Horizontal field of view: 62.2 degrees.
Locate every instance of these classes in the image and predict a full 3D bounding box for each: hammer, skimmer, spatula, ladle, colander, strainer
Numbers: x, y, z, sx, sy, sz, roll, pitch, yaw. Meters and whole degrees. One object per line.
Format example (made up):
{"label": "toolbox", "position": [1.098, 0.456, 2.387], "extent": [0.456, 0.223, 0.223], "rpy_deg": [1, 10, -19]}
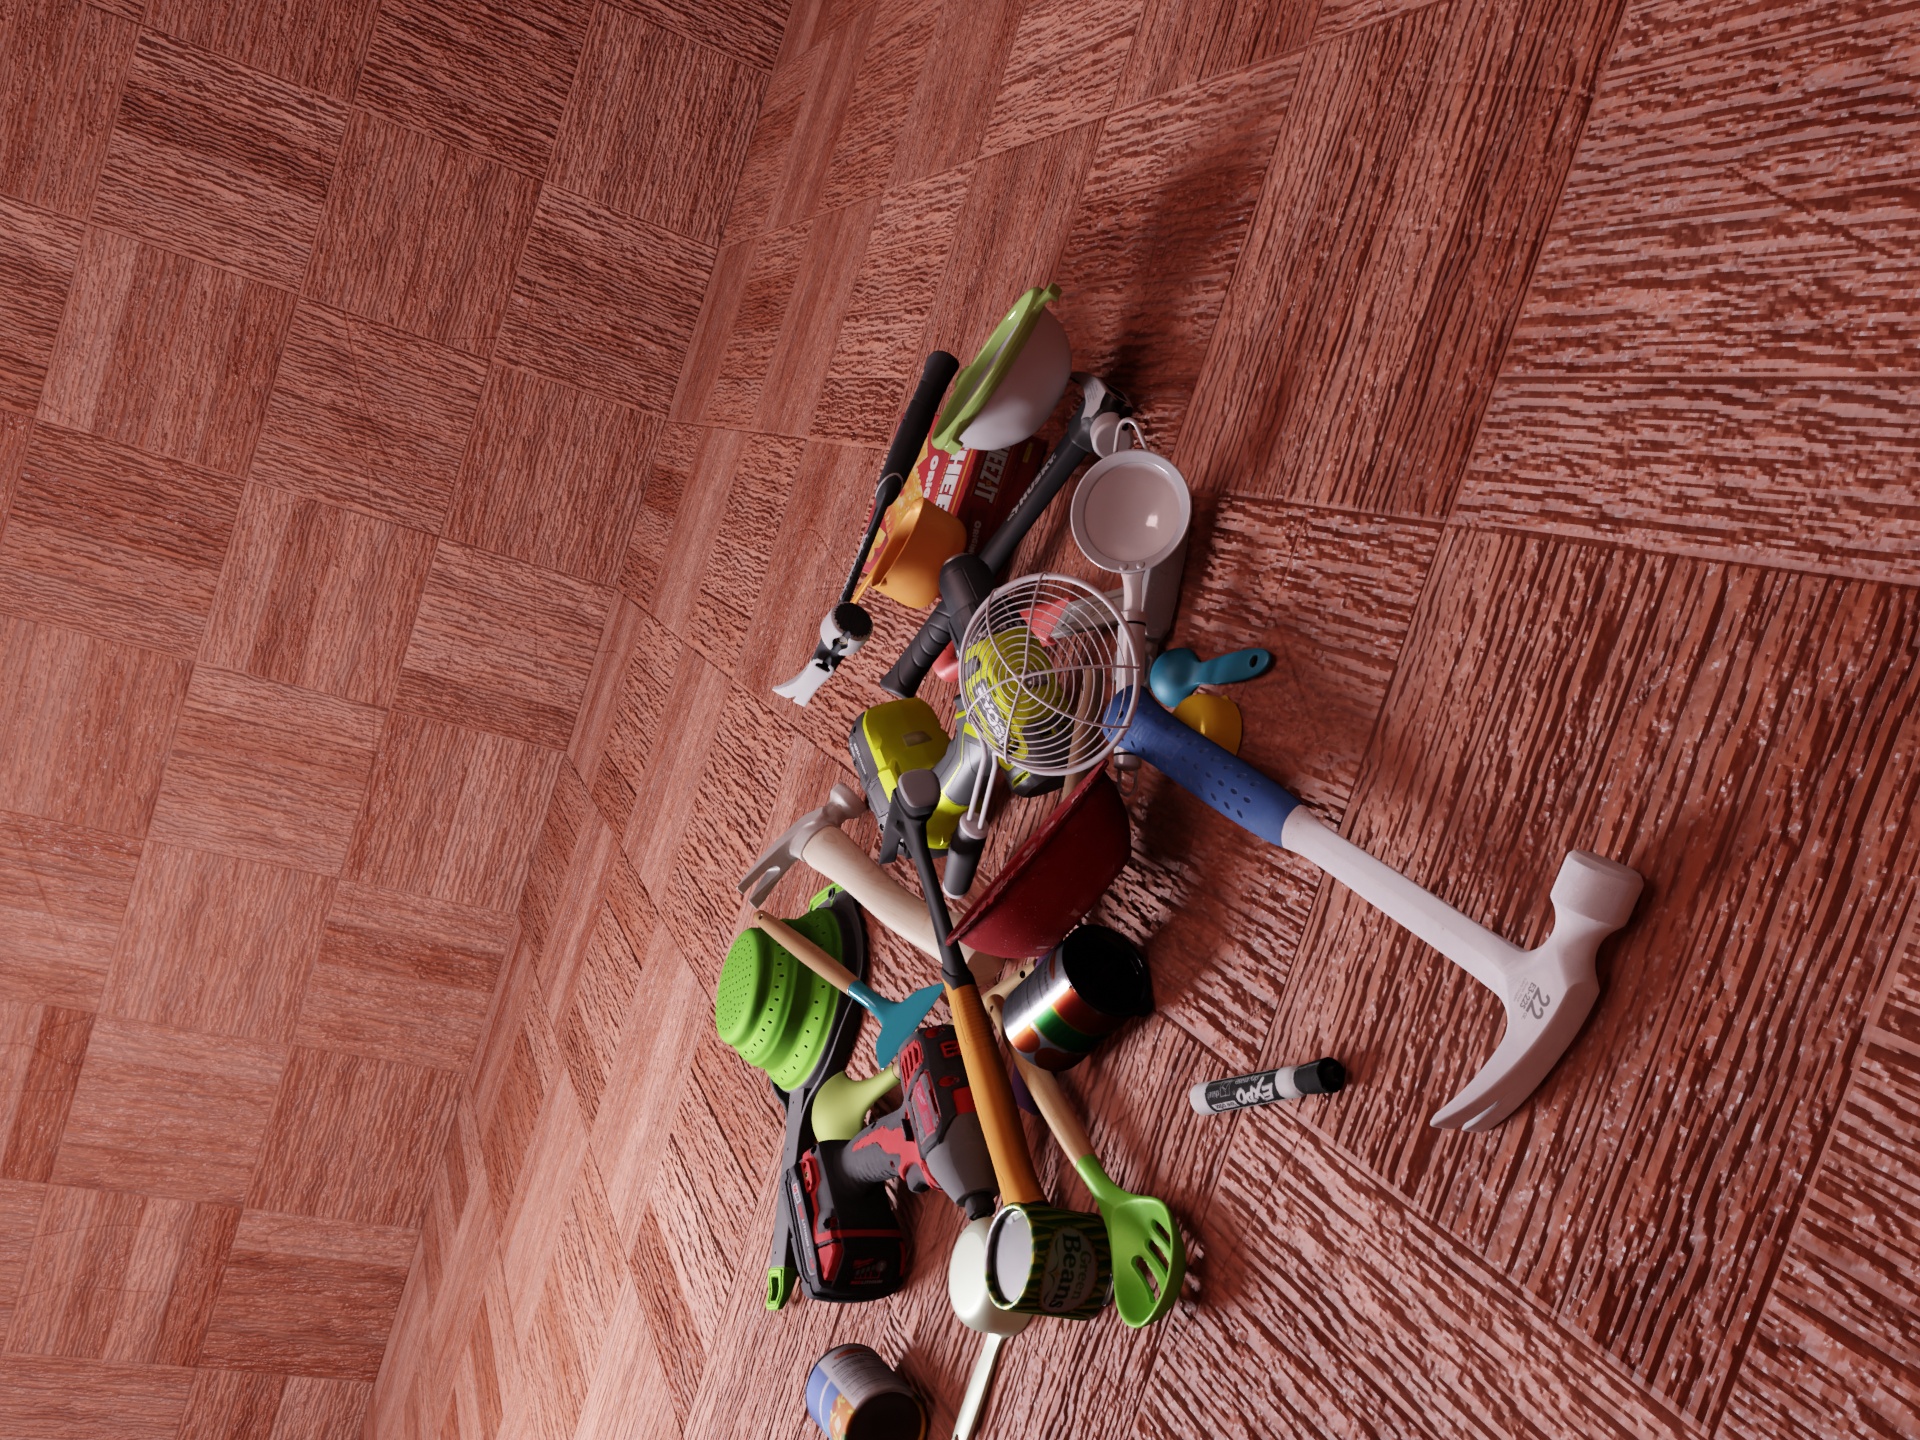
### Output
{"label": "hammer", "position": [0.003, 0.207, 1.129], "extent": [0.127, 0.034, 0.337], "rpy_deg": [106, 151, -57]}
{"label": "skimmer", "position": [0.039, 0.033, 1.113], "extent": [0.127, 0.090, 0.363], "rpy_deg": [46, 157, 16]}
{"label": "spatula", "position": [0.072, 0.120, 1.121], "extent": [0.060, 0.018, 0.316], "rpy_deg": [9, 91, 62]}
{"label": "hammer", "position": [-0.068, -0.182, 1.370], "extent": [0.149, 0.036, 0.409], "rpy_deg": [-46, 20, 49]}
{"label": "ladle", "position": [-0.023, 0.266, 1.256], "extent": [0.320, 0.062, 0.078], "rpy_deg": [-44, 52, 38]}
{"label": "colander", "position": [-0.178, 0.333, 1.476], "extent": [0.204, 0.094, 0.397], "rpy_deg": [-36, 44, 55]}
{"label": "hammer", "position": [0.030, -0.143, 1.318], "extent": [0.334, 0.035, 0.146], "rpy_deg": [-52, 22, 27]}
{"label": "strainer", "position": [0.038, -0.276, 1.331], "extent": [0.151, 0.069, 0.256], "rpy_deg": [-57, 11, 5]}
{"label": "strainer", "position": [0.116, -0.076, 1.082], "extent": [0.087, 0.050, 0.258], "rpy_deg": [-2, 78, 24]}
{"label": "hammer", "position": [0.065, -0.085, 1.273], "extent": [0.359, 0.036, 0.149], "rpy_deg": [-9, 67, 64]}
{"label": "hammer", "position": [0.186, 0.068, 0.868], "extent": [0.406, 0.035, 0.144], "rpy_deg": [39, 112, 60]}
{"label": "spatula", "position": [-0.108, 0.213, 1.360], "extent": [0.082, 0.044, 0.318], "rpy_deg": [-53, 35, -11]}
{"label": "hammer", "position": [-0.077, 0.155, 1.376], "extent": [0.146, 0.038, 0.411], "rpy_deg": [-44, 25, -11]}

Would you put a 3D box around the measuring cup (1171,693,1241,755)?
{"label": "measuring cup", "position": [0.132, 0.009, 1.069], "extent": [0.156, 0.029, 0.062], "rpy_deg": [4, 79, 64]}

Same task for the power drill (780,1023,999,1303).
{"label": "power drill", "position": [-0.044, 0.342, 1.190], "extent": [0.219, 0.078, 0.143], "rpy_deg": [-51, 42, 34]}

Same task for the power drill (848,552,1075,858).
{"label": "power drill", "position": [-0.002, -0.004, 1.252], "extent": [0.228, 0.080, 0.191], "rpy_deg": [-44, 65, 52]}

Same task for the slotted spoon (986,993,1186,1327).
{"label": "slotted spoon", "position": [0.073, 0.267, 1.025], "extent": [0.070, 0.031, 0.314], "rpy_deg": [-65, 27, 16]}

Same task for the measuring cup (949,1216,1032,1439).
{"label": "measuring cup", "position": [0.007, 0.418, 1.077], "extent": [0.083, 0.038, 0.167], "rpy_deg": [14, 86, 67]}

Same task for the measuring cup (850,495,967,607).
{"label": "measuring cup", "position": [-0.049, -0.121, 1.369], "extent": [0.173, 0.052, 0.095], "rpy_deg": [-44, 22, 56]}

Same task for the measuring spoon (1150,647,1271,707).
{"label": "measuring spoon", "position": [0.160, -0.035, 1.046], "extent": [0.128, 0.021, 0.042], "rpy_deg": [-12, 65, 65]}
